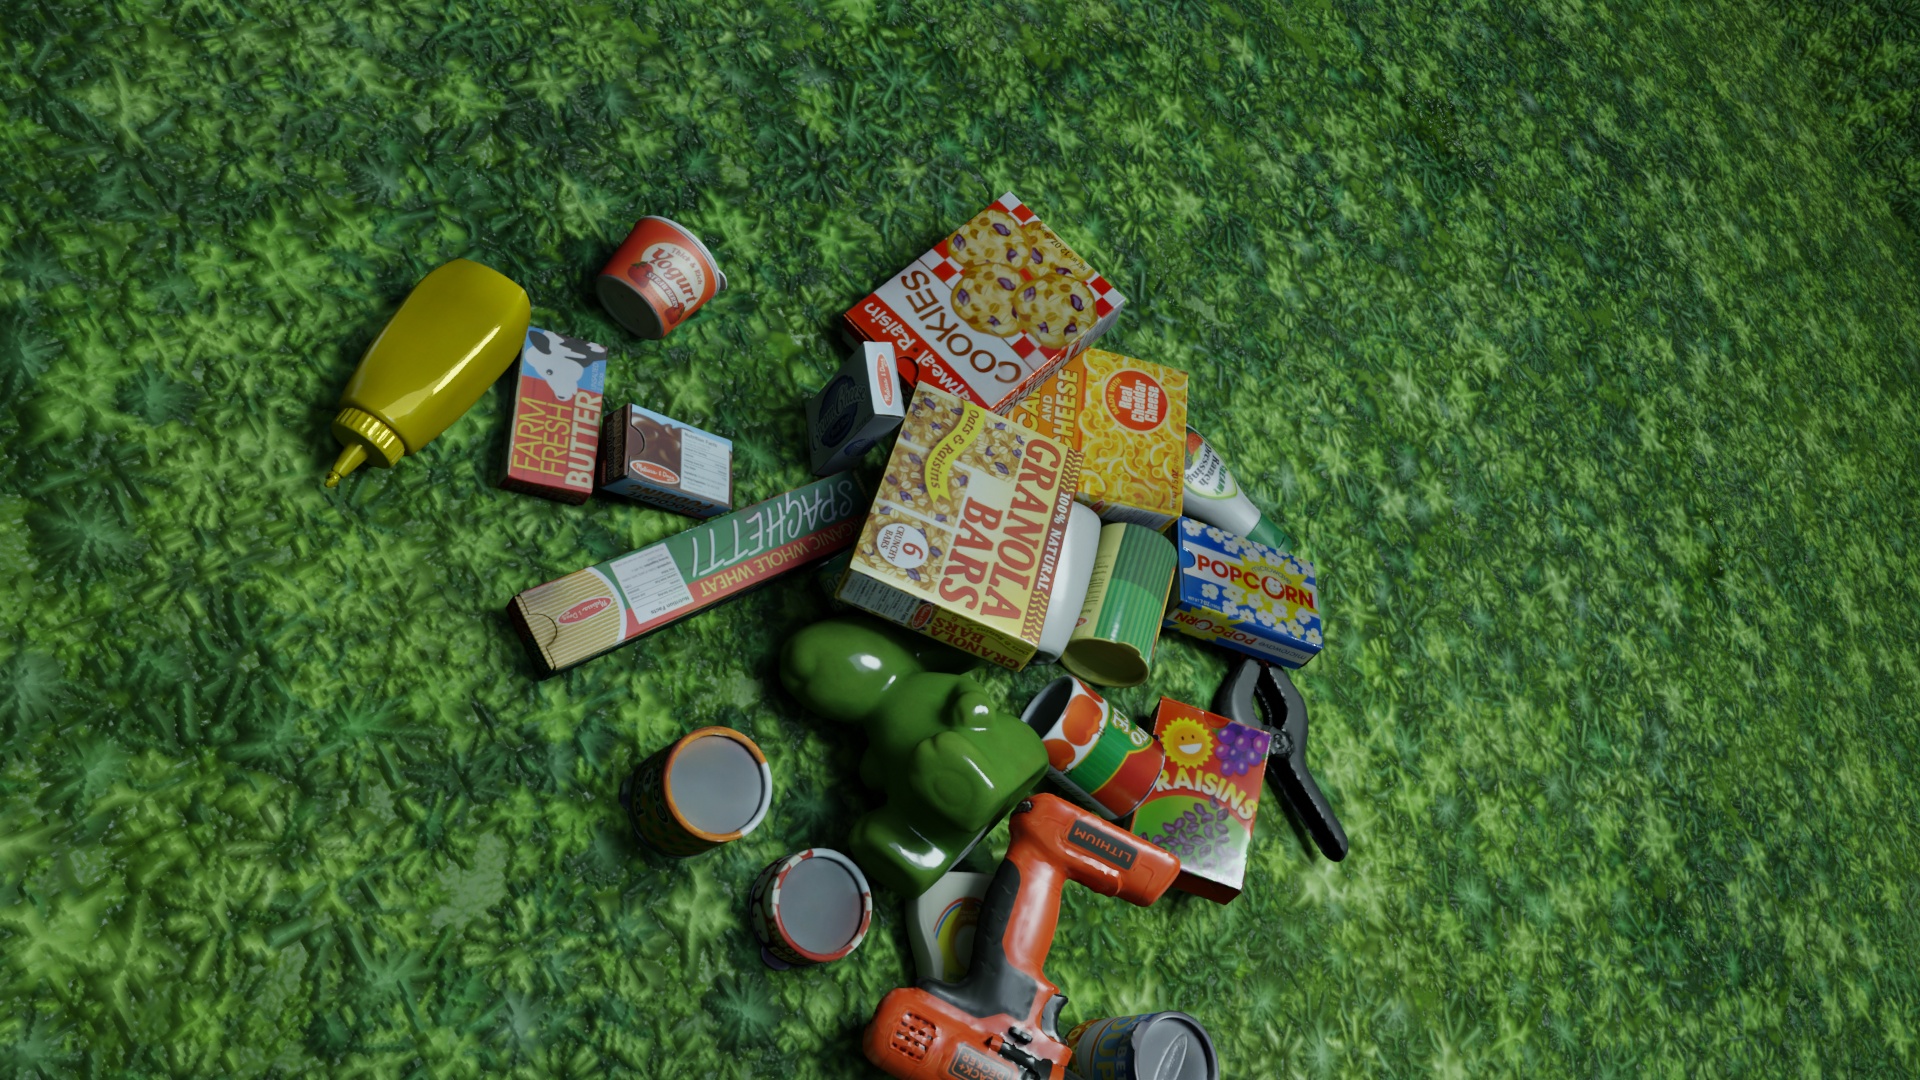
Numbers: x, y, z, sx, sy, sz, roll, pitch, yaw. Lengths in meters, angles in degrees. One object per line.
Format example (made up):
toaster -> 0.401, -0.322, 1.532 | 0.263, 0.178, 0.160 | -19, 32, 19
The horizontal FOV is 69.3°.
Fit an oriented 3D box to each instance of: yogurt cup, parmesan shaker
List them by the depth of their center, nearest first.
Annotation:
yogurt cup -> -0.197, -0.166, 0.893 | 0.072, 0.072, 0.054 | 42, 62, -13
parmesan shaker -> 0.117, 0.046, 1.007 | 0.071, 0.071, 0.103 | 33, 56, -19

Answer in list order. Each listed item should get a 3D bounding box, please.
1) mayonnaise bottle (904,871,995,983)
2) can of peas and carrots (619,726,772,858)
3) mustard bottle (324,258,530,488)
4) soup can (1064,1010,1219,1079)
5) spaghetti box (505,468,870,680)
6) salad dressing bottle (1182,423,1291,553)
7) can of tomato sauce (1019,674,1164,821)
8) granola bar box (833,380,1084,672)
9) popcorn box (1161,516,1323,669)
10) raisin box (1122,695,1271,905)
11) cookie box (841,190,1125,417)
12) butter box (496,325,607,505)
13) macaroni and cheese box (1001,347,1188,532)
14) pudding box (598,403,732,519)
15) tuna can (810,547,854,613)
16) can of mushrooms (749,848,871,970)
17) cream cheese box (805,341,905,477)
mayonnaise bottle -> 0.000, 0.280, 0.848 | 0.065, 0.041, 0.148 | 8, 65, -23
can of peas and carrots -> -0.151, 0.143, 0.794 | 0.071, 0.058, 0.071 | 14, 63, -29
mustard bottle -> -0.311, -0.090, 0.790 | 0.065, 0.048, 0.161 | 27, 61, 4
soup can -> 0.108, 0.331, 0.873 | 0.071, 0.083, 0.071 | 14, 63, -29
spaghetti box -> -0.156, 0.016, 0.864 | 0.251, 0.028, 0.050 | -24, 85, -38
salad dressing bottle -> 0.204, -0.034, 1.116 | 0.147, 0.044, 0.064 | 41, 54, -13
can of tomato sauce -> 0.088, 0.140, 0.950 | 0.083, 0.071, 0.071 | 38, 54, -14
granola bar box -> 0.003, -0.011, 0.880 | 0.124, 0.038, 0.166 | 23, 50, -7
popcorn box -> 0.215, 0.041, 1.074 | 0.127, 0.038, 0.085 | 19, 49, -15
raisin box -> 0.165, 0.183, 0.983 | 0.086, 0.040, 0.124 | 18, 58, 3
cookie box -> 0.016, -0.159, 0.997 | 0.168, 0.040, 0.123 | -40, 78, -21
butter box -> -0.247, -0.076, 0.845 | 0.053, 0.024, 0.104 | 12, 64, -29
macaroni and cheese box -> 0.084, -0.084, 1.034 | 0.166, 0.040, 0.124 | 12, 66, -13
pudding box -> -0.181, -0.048, 0.859 | 0.083, 0.030, 0.050 | 20, 60, -47
tuna can -> -0.061, 0.020, 0.902 | 0.071, 0.071, 0.033 | -25, 86, -38
can of mushrooms -> -0.089, 0.219, 0.820 | 0.071, 0.033, 0.071 | 14, 64, -30
cream cheese box -> -0.071, -0.085, 0.916 | 0.024, 0.103, 0.053 | 2, 69, -29
